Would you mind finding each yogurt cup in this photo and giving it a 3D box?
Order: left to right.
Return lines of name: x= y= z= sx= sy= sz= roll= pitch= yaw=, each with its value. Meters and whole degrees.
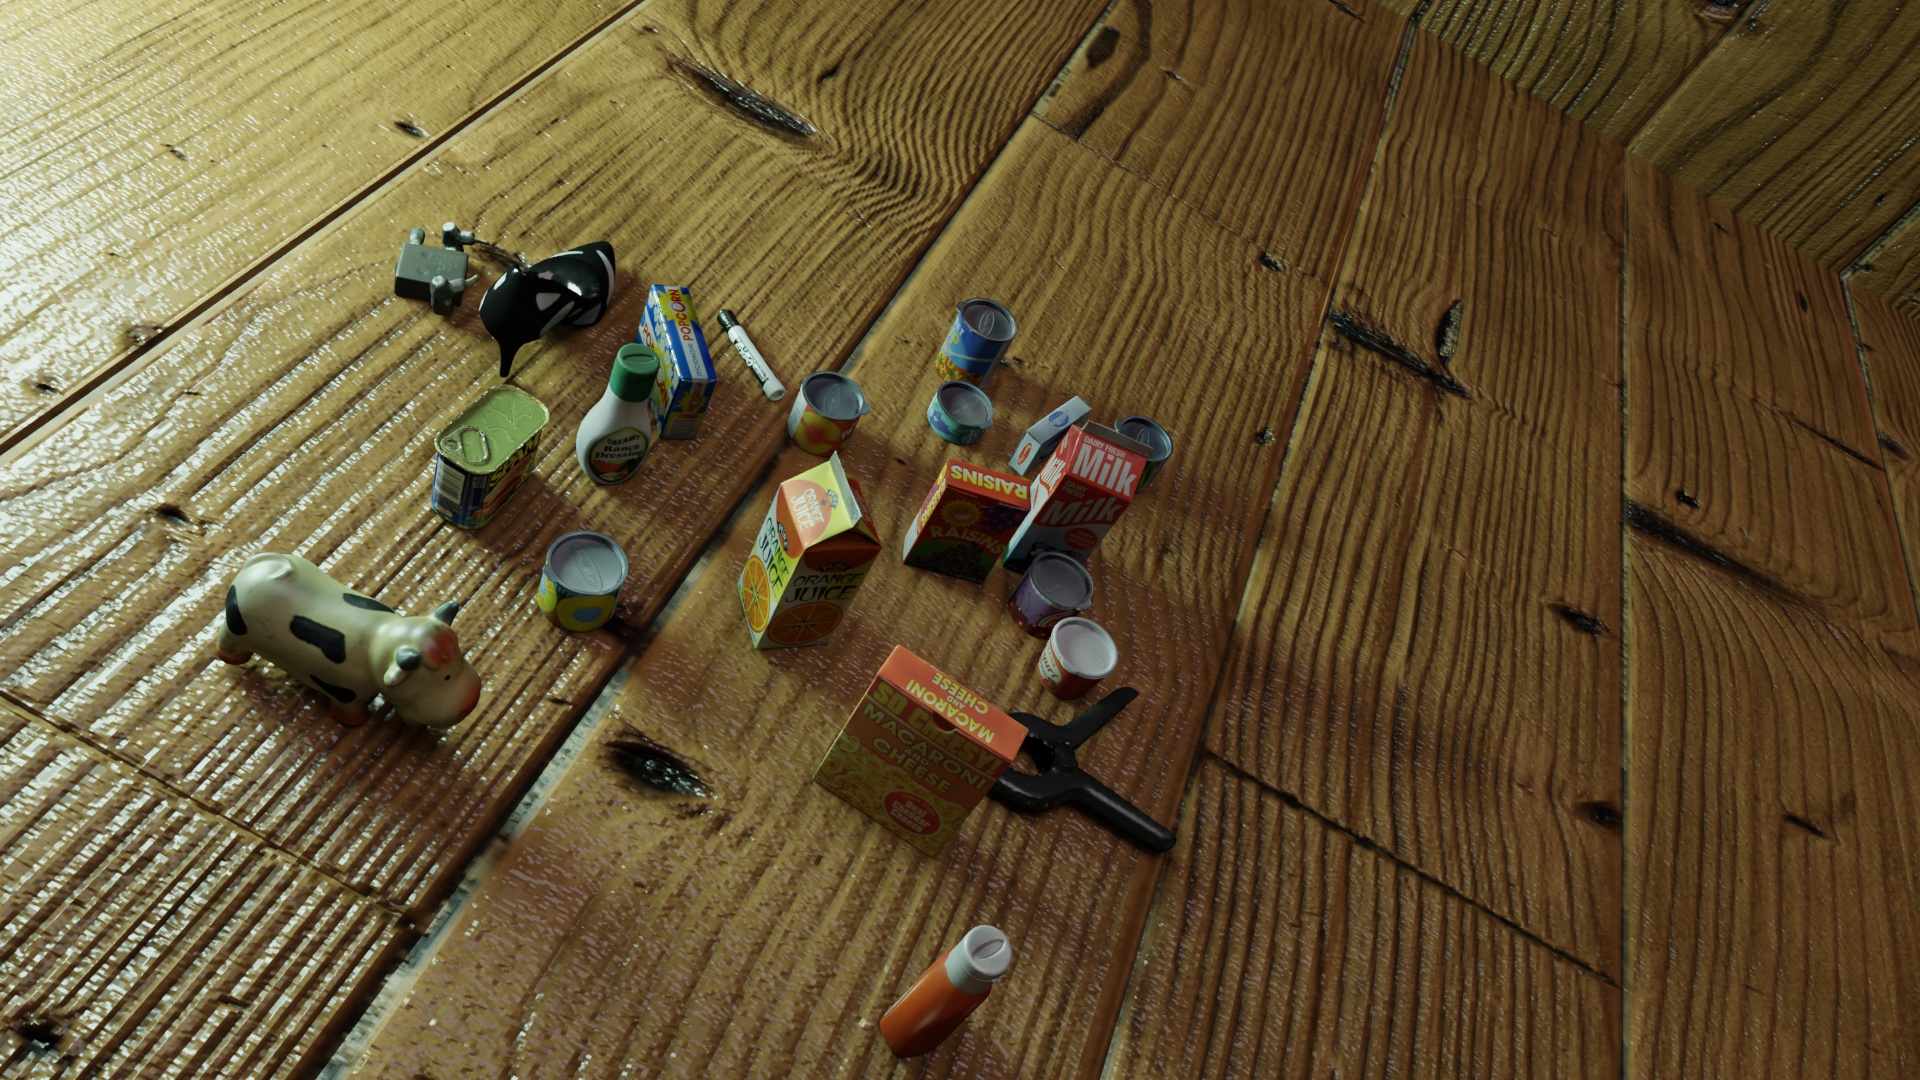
yogurt cup: x=0.107 y=0.114 z=1.314 sx=0.072 sy=0.053 sz=0.073 roll=14 pitch=48 yaw=-16

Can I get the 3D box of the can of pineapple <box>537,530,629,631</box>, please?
can of pineapple: x=-0.317 y=0.034 z=1.159 sx=0.071 sy=0.057 sz=0.071 roll=14 pitch=48 yaw=-16

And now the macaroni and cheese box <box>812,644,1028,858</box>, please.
macaroni and cheese box: x=-0.035 y=0.173 z=1.111 sx=0.124 sy=0.165 sz=0.040 roll=33 pitch=45 yaw=1

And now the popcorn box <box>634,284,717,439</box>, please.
popcorn box: x=-0.275 y=-0.172 z=1.336 sx=0.038 sy=0.084 sz=0.127 roll=-3 pitch=54 yaw=-29

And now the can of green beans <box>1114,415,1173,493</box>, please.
can of green beans: x=0.192 y=-0.095 z=1.532 sx=0.071 sy=0.057 sz=0.071 roll=14 pitch=48 yaw=-16

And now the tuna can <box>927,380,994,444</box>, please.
tuna can: x=0.002 y=-0.135 z=1.485 sx=0.071 sy=0.032 sz=0.071 roll=14 pitch=48 yaw=-16

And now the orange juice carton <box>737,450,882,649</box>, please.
orange juice carton: x=-0.125 y=0.011 z=1.184 sx=0.073 sy=0.191 sz=0.072 roll=-2 pitch=54 yaw=-29

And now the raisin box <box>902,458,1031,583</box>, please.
raisin box: x=0.005 y=-0.017 z=1.323 sx=0.086 sy=0.122 sz=0.040 roll=16 pitch=47 yaw=-15

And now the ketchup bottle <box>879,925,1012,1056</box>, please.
ketchup bottle: x=-0.007 y=0.326 z=1.008 sx=0.065 sy=0.148 sz=0.043 roll=-16 pitch=62 yaw=-36

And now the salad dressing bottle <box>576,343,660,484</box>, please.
salad dressing bottle: x=-0.300 y=-0.111 z=1.228 sx=0.064 sy=0.146 sz=0.044 roll=-6 pitch=56 yaw=-31

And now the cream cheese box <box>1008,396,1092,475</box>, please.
cream cheese box: x=0.097 y=-0.114 z=1.502 sx=0.024 sy=0.053 sz=0.104 roll=43 pitch=46 yaw=11

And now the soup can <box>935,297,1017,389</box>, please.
soup can: x=0.014 y=-0.215 z=1.524 sx=0.071 sy=0.083 sz=0.072 roll=14 pitch=48 yaw=-16

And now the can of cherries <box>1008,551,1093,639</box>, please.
can of cherries: x=0.088 y=0.056 z=1.350 sx=0.071 sy=0.058 sz=0.072 roll=14 pitch=48 yaw=-16

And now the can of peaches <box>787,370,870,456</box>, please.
can of peaches: x=-0.133 y=-0.125 z=1.390 sx=0.071 sy=0.057 sz=0.071 roll=14 pitch=48 yaw=-16

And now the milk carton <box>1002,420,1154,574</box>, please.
milk carton: x=0.114 y=-0.042 z=1.354 sx=0.072 sy=0.189 sz=0.074 roll=22 pitch=46 yaw=-10
